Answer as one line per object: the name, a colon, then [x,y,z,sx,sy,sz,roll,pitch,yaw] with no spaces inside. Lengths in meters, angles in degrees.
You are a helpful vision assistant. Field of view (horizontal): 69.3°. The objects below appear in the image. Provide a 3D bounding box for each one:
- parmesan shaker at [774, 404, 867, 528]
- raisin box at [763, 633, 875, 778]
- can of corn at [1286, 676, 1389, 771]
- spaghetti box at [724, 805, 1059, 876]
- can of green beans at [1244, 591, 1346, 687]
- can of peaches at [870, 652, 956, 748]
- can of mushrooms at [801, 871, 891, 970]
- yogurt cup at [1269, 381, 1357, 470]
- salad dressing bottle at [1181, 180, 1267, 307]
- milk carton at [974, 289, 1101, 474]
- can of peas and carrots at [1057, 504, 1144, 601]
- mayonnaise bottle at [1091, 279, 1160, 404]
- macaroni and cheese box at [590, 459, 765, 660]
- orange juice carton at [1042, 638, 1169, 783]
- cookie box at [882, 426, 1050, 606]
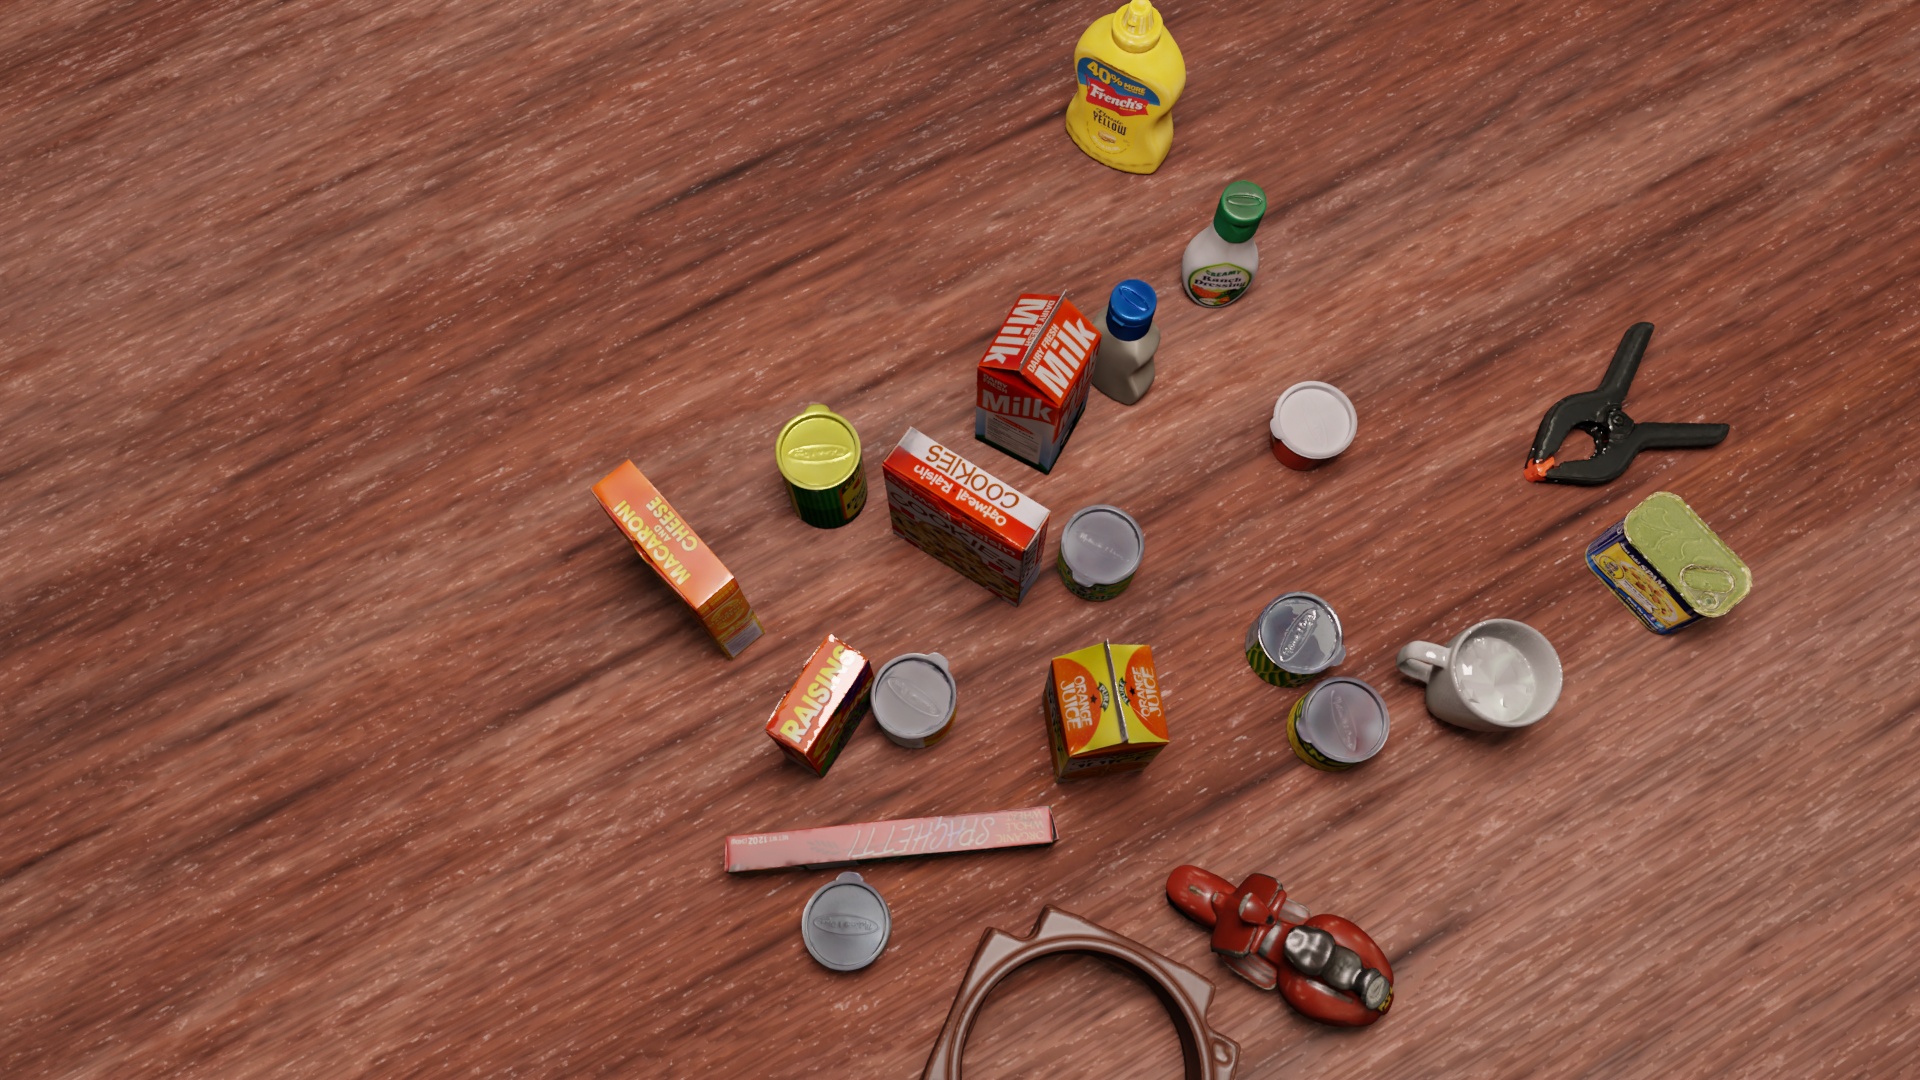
parmesan shaker: [-0.110,-0.058,1.120,0.071,0.102,0.071,0,73,0]
raisin box: [-0.103,0.127,1.051,0.040,0.123,0.086,31,75,9]
can of corn: [0.290,0.144,1.080,0.071,0.058,0.071,0,73,0]
spaghetti box: [-0.051,0.229,1.057,0.250,0.050,0.029,-5,73,-2]
can of green beans: [0.263,0.079,1.101,0.071,0.057,0.071,0,73,0]
can of peaches: [-0.034,0.125,1.086,0.071,0.058,0.071,0,73,0]
can of mushrooms: [-0.085,0.287,1.047,0.071,0.033,0.071,0,72,0]
yogurt cup: [0.290,-0.092,1.157,0.072,0.053,0.072,0,73,0]
salad dressing bottle: [0.222,-0.246,1.157,0.064,0.147,0.044,4,73,1]
milk carton: [0.060,-0.128,1.097,0.073,0.190,0.072,28,75,8]
can of peas and carrots: [0.111,0.013,1.121,0.071,0.058,0.071,0,73,0]
mayonnaise bottle: [0.133,-0.163,1.130,0.065,0.147,0.041,39,77,11]
macaroni and cheese box: [-0.213,0.020,1.063,0.040,0.166,0.124,-41,77,-11]
orange juice carton: [0.105,0.126,1.015,0.073,0.192,0.072,-8,73,-2]
cookie box: [0.004,-0.013,1.073,0.123,0.167,0.040,31,76,9]
